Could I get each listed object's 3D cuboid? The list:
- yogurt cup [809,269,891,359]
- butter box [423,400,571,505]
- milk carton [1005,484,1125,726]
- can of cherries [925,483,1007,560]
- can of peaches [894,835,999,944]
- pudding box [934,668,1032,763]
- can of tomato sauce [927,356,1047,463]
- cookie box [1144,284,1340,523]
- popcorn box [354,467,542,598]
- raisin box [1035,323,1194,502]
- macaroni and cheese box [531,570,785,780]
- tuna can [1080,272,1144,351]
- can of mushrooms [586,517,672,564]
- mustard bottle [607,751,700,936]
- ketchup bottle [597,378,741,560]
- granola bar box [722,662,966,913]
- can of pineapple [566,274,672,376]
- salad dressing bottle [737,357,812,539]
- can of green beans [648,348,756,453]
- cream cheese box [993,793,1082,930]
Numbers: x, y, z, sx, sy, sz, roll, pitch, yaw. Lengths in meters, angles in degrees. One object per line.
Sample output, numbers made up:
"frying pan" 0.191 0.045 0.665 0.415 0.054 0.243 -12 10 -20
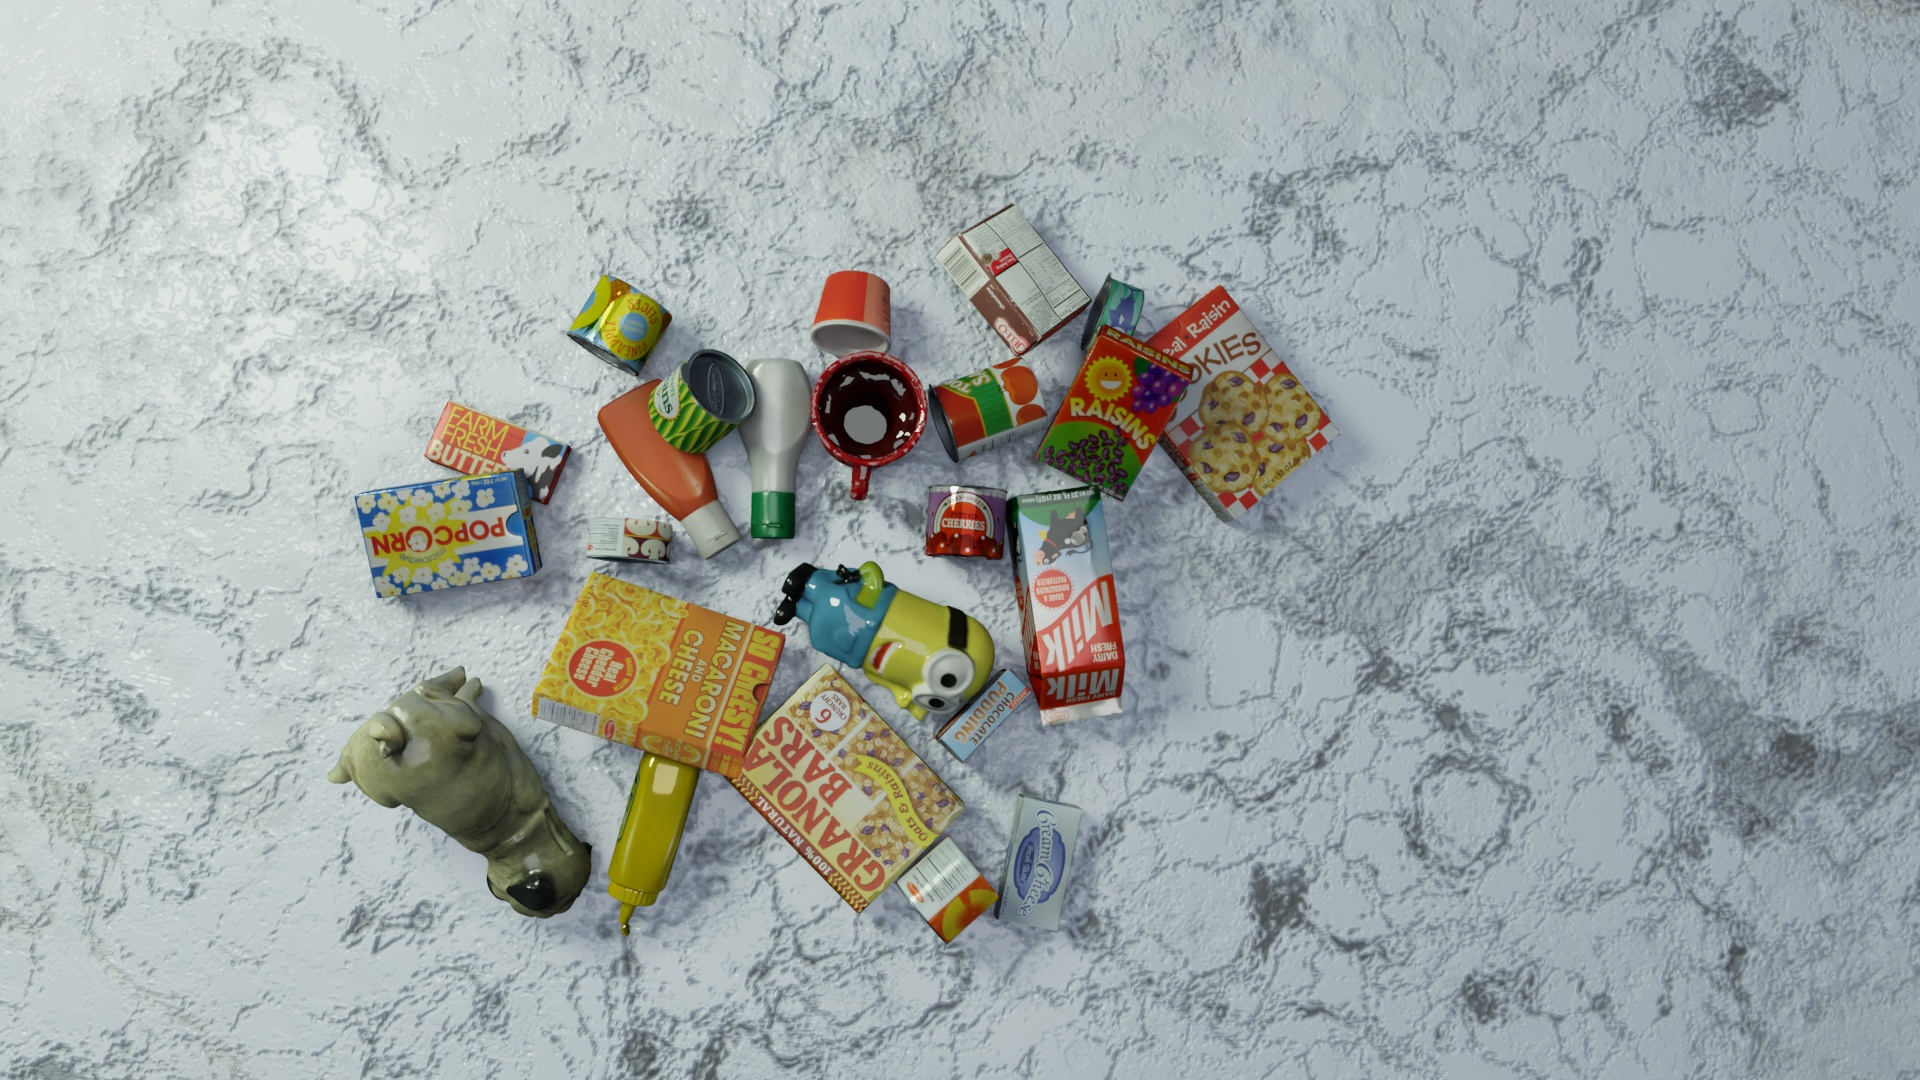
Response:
"yogurt cup" -0.088 -0.189 1.156 0.072 0.072 0.054 8 73 -6
"butter box" -0.376 -0.072 1.132 0.103 0.024 0.053 21 83 -5
"milk carton" 0.088 0.054 1.153 0.072 0.073 0.190 -8 87 -7
"can of cherries" 0.004 -0.014 1.150 0.071 0.071 0.058 4 86 -7
"can of peaches" -0.010 0.284 1.129 0.058 0.071 0.071 -41 91 -8
"pudding box" 0.018 0.144 1.150 0.084 0.049 0.030 -44 90 -9
"can of tomato sauce" 0.022 -0.112 1.162 0.083 0.071 0.071 -21 89 -9
"cookie box" 0.226 -0.118 1.200 0.123 0.040 0.167 -39 91 -8
"popcorn box" -0.405 -0.006 1.102 0.127 0.038 0.085 -9 98 -1
"raisin box" 0.128 -0.106 1.157 0.086 0.040 0.122 27 117 0
"macaroni and cheese box" -0.235 0.105 1.097 0.166 0.040 0.124 18 49 -5
"tuna can" 0.130 -0.190 1.182 0.033 0.071 0.071 20 84 -6
"can of mushrooms" -0.264 0.001 1.120 0.071 0.071 0.033 4 85 -7
"mustard bottle" -0.248 0.237 1.104 0.049 0.065 0.160 17 87 -10
"ketchup bottle" -0.233 -0.056 1.137 0.065 0.043 0.149 -32 90 -19
"granola bar box" -0.097 0.200 1.137 0.124 0.039 0.165 -44 92 -9
"can of pineapple" -0.276 -0.175 1.129 0.071 0.071 0.058 30 83 -4
"salad dressing bottle" -0.155 -0.075 1.150 0.064 0.044 0.147 1 86 -11
"can of green beans" -0.207 -0.111 1.111 0.071 0.057 0.071 26 49 -34
"cream cheese box" 0.065 0.268 1.159 0.053 0.024 0.104 13 84 -7
